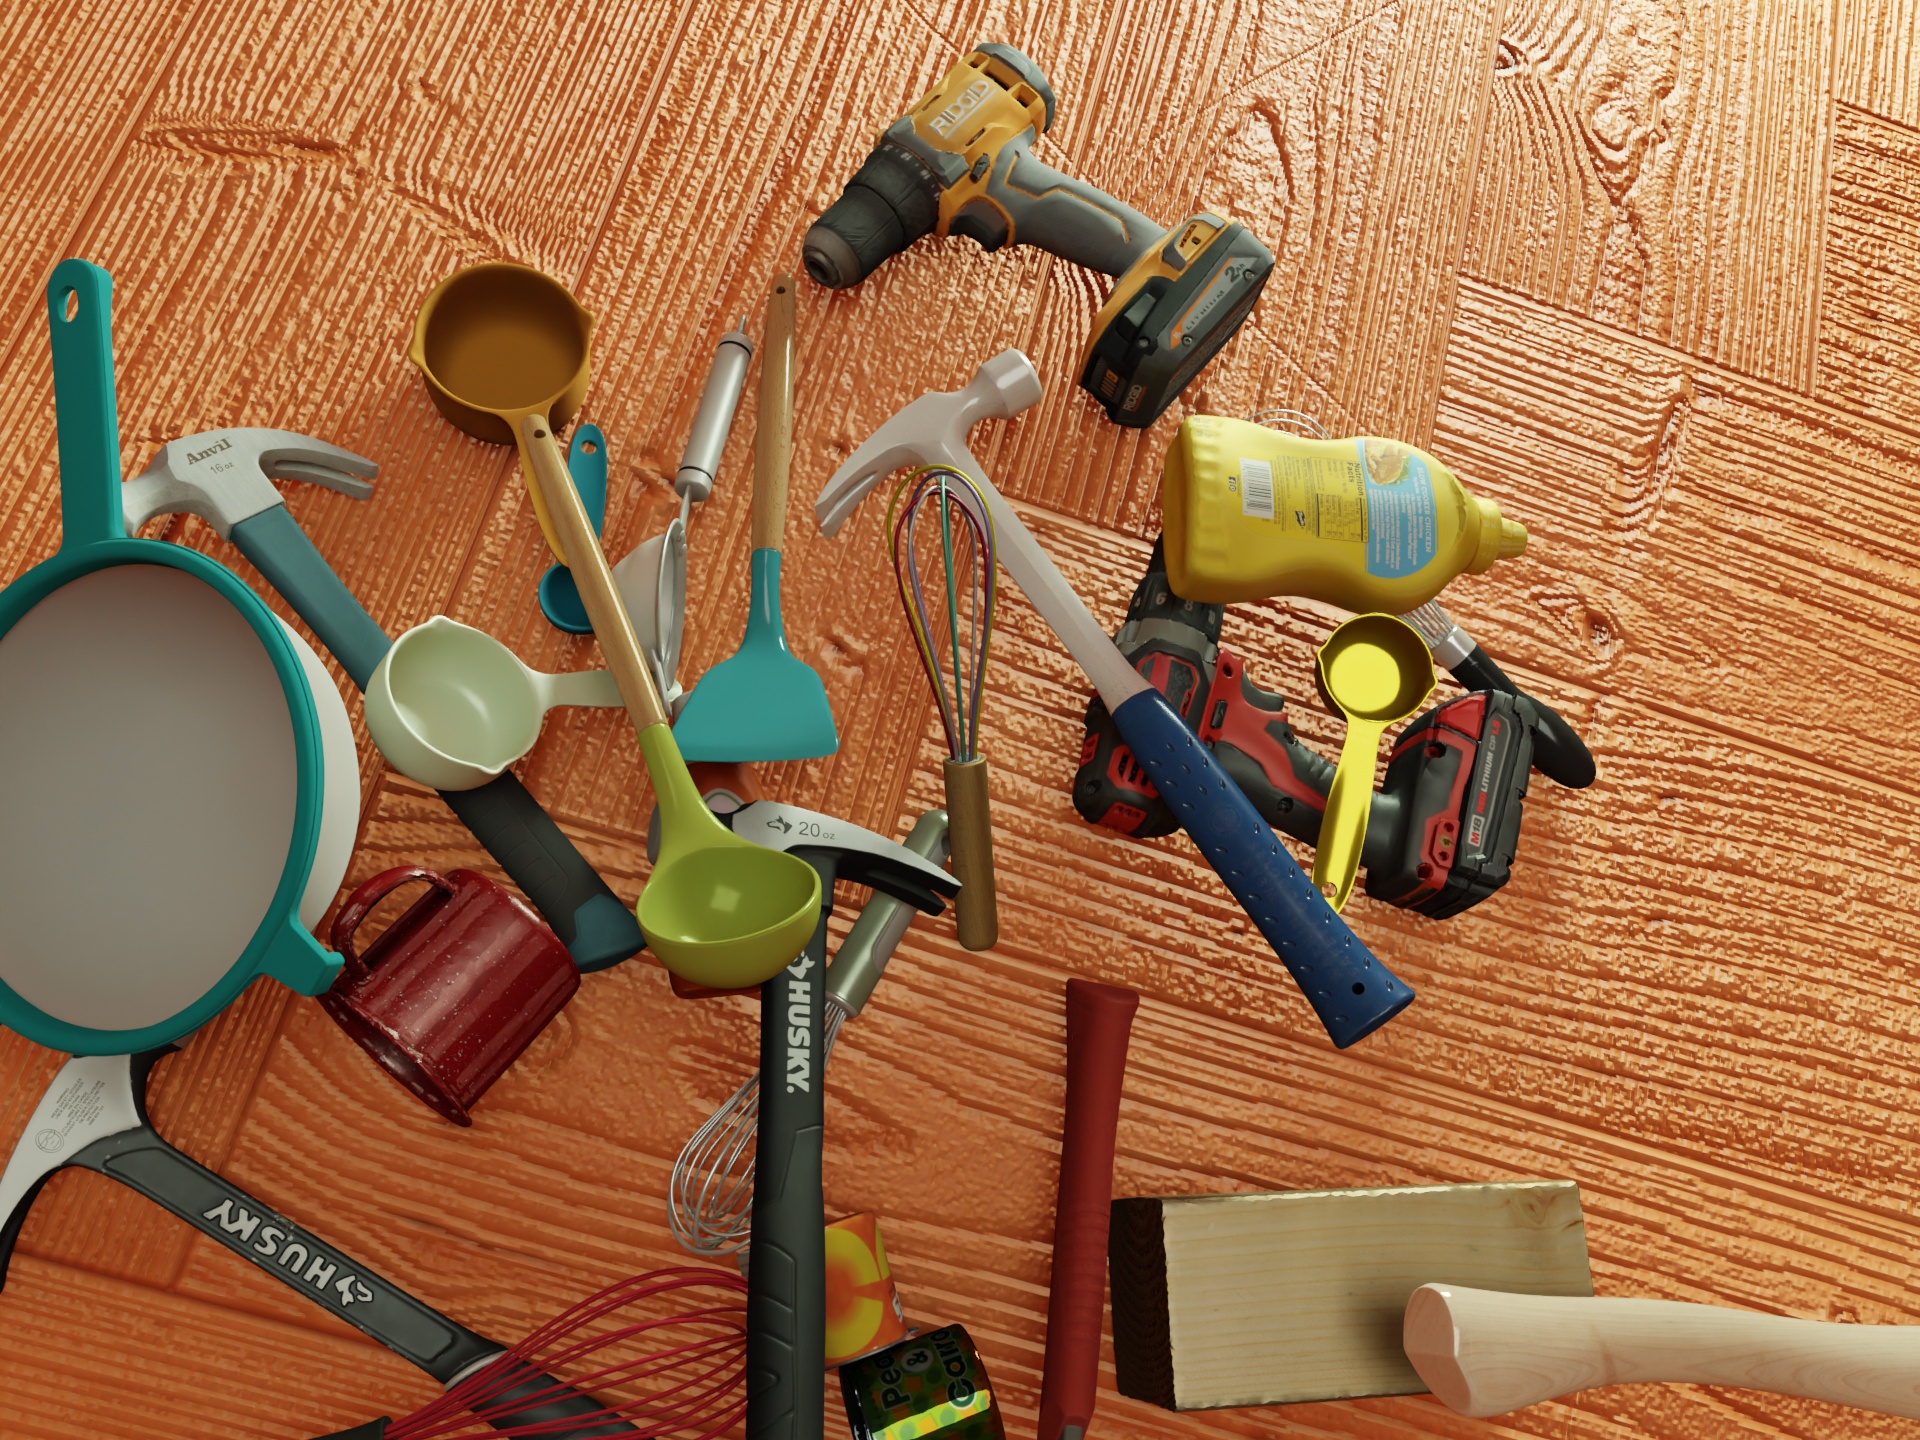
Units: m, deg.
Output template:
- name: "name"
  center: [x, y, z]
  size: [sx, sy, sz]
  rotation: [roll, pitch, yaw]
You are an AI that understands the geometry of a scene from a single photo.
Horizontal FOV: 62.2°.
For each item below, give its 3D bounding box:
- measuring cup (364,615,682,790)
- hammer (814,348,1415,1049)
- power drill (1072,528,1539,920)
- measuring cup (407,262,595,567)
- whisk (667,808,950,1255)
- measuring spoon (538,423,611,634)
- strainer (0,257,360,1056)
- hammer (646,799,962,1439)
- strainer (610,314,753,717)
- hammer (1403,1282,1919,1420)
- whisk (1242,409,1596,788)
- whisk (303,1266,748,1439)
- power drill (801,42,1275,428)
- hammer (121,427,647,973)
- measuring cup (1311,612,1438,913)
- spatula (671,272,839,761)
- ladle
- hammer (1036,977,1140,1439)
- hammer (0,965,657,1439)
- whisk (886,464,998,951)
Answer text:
- name: "measuring cup"
  center: [-0.207, -0.006, 0.765]
  size: [0.167, 0.038, 0.083]
  rotation: [-4, 64, -51]
- name: "hammer"
  center: [0.075, -0.013, 0.791]
  size: [0.144, 0.035, 0.406]
  rotation: [-32, 66, -7]
- name: "power drill"
  center: [0.184, -0.005, 0.851]
  size: [0.226, 0.080, 0.188]
  rotation: [18, 69, -2]
- name: "measuring cup"
  center: [-0.224, -0.150, 0.826]
  size: [0.095, 0.052, 0.174]
  rotation: [-16, 78, -16]
- name: "whisk"
  center: [-0.063, 0.144, 0.767]
  size: [0.059, 0.057, 0.246]
  rotation: [15, 60, 31]
- name: "measuring spoon"
  center: [-0.198, -0.099, 0.837]
  size: [0.042, 0.021, 0.129]
  rotation: [4, 62, -15]
- name: "strainer"
  center: [-0.346, -0.029, 0.696]
  size: [0.211, 0.095, 0.340]
  rotation: [-12, 80, 17]
- name: "hammer"
  center: [-0.067, 0.189, 0.673]
  size: [0.146, 0.035, 0.335]
  rotation: [10, 55, -19]
- name: "strainer"
  center: [-0.143, -0.116, 0.827]
  size: [0.050, 0.086, 0.259]
  rotation: [10, 59, 1]
- name: "hammer"
  center: [0.369, 0.286, 0.747]
  size: [0.410, 0.038, 0.146]
  rotation: [15, 68, -27]
- name: "whisk"
  center: [0.253, -0.063, 0.896]
  size: [0.284, 0.070, 0.070]
  rotation: [45, 70, 0]
- name: "whisk"
  center: [-0.213, 0.289, 0.650]
  size: [0.296, 0.073, 0.073]
  rotation: [-15, 76, -9]
- name: "power drill"
  center: [0.039, -0.265, 0.904]
  size: [0.226, 0.084, 0.185]
  rotation: [39, 70, 7]
- name: "hammer"
  center: [-0.269, -0.008, 0.768]
  size: [0.331, 0.033, 0.128]
  rotation: [49, 53, 2]
- name: "measuring cup"
  center: [0.195, 0.024, 0.796]
  size: [0.062, 0.029, 0.156]
  rotation: [14, 81, 1]
- name: "spatula"
  center: [-0.099, -0.113, 0.825]
  size: [0.082, 0.044, 0.318]
  rotation: [-1, 64, 1]
- name: "ladle"
  center: [-0.147, -0.023, 0.719]
  size: [0.078, 0.062, 0.320]
  rotation: [-16, 64, -22]
- name: "hammer"
  center: [0.048, 0.292, 0.721]
  size: [0.036, 0.149, 0.359]
  rotation: [13, 59, -8]
- name: "hammer"
  center: [-0.231, 0.278, 0.695]
  size: [0.409, 0.036, 0.149]
  rotation: [33, 70, 0]
- name: "whisk"
  center: [-0.003, -0.003, 0.775]
  size: [0.047, 0.051, 0.245]
  rotation: [-7, 107, -10]
